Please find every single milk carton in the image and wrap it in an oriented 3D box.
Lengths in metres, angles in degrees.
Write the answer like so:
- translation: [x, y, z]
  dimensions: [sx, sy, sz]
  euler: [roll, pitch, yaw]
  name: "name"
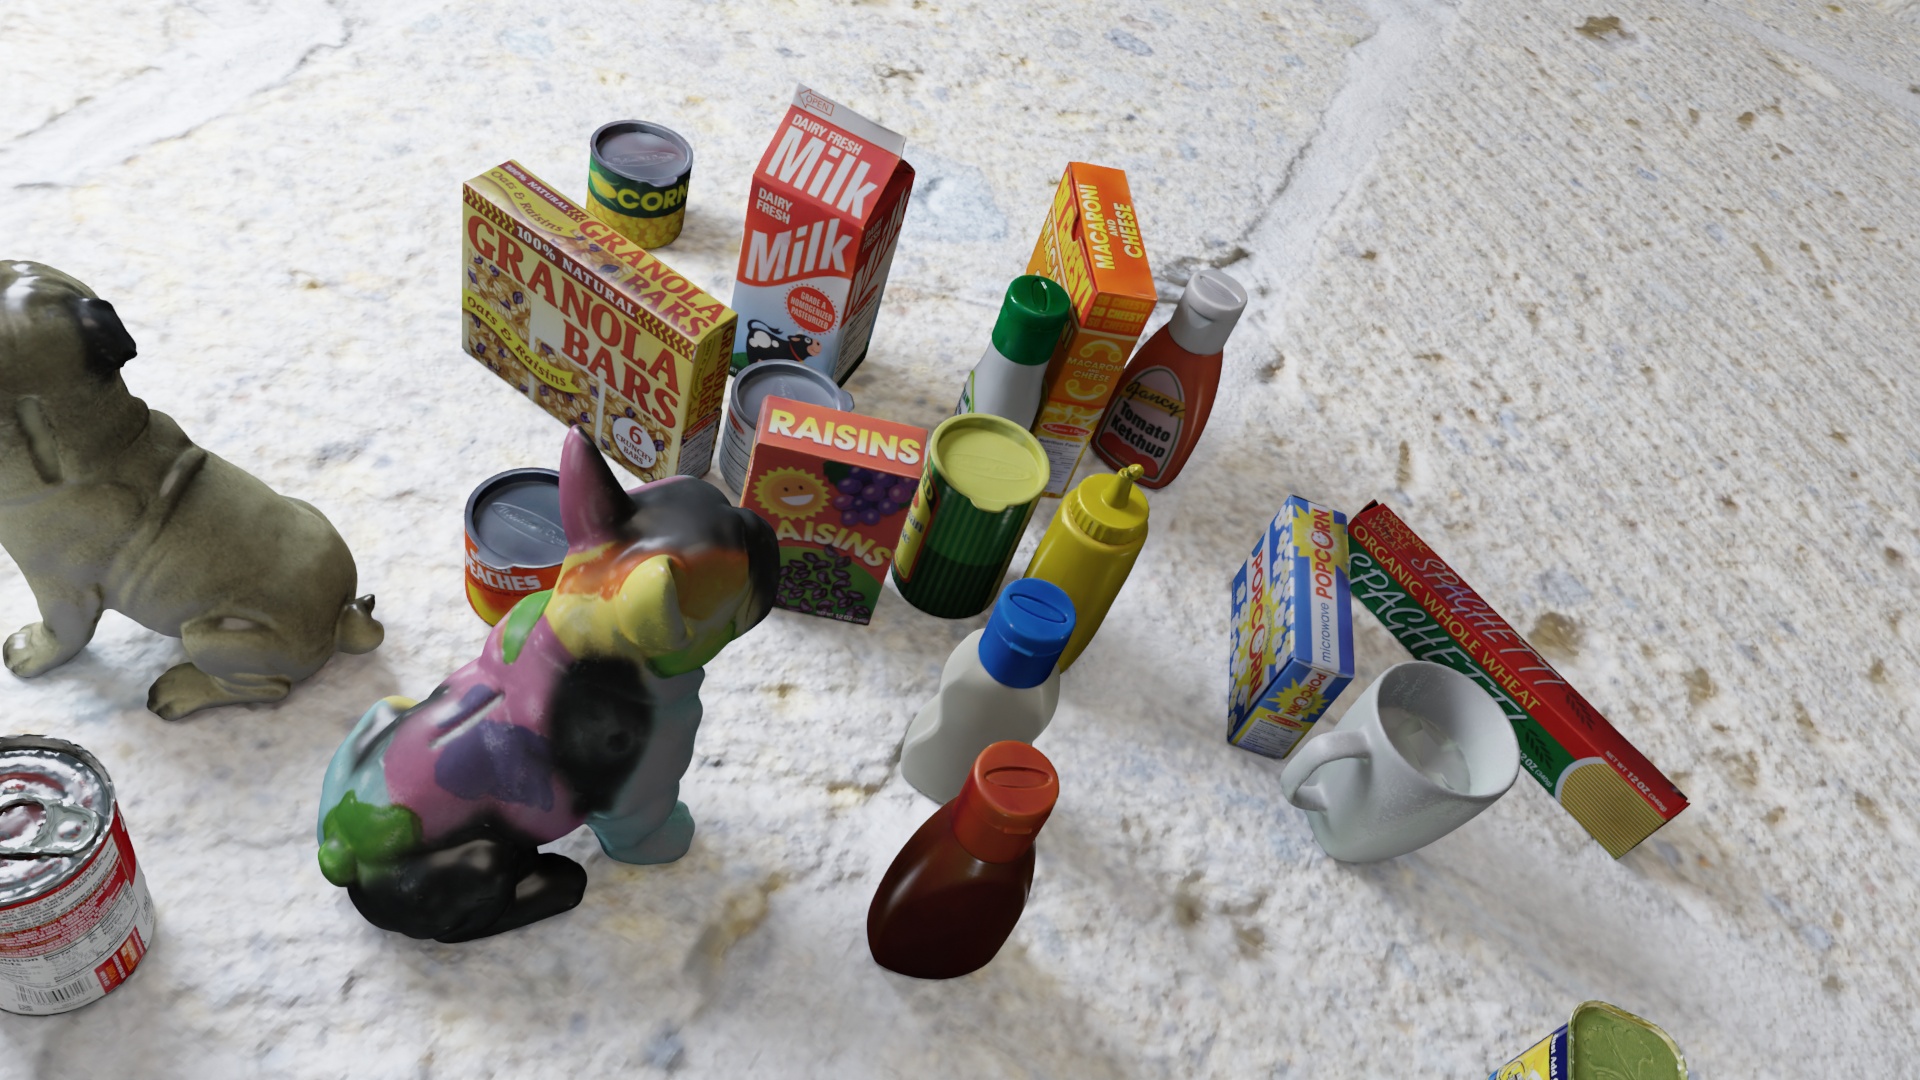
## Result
- translation: [-0.083, -0.174, 0.823]
  dimensions: [0.072, 0.189, 0.074]
  euler: [27, 47, 5]
  name: "milk carton"

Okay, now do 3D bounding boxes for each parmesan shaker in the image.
- translation: [0.003, -0.010, 0.769]
  dimensions: [0.071, 0.102, 0.072]
  euler: [10, 48, -11]
  name: "parmesan shaker"

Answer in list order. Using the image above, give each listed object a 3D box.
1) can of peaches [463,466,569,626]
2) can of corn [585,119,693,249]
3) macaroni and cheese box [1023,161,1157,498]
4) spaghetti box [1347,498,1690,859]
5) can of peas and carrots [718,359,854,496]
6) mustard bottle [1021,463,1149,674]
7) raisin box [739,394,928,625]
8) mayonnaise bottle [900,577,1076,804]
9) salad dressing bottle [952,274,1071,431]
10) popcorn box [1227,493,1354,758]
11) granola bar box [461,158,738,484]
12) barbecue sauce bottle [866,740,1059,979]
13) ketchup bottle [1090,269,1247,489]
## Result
- translation: [-0.219, 0.007, 0.706]
  dimensions: [0.071, 0.057, 0.071]
  euler: [10, 48, -11]
  name: "can of peaches"
- translation: [-0.213, -0.234, 0.921]
  dimensions: [0.071, 0.058, 0.071]
  euler: [10, 48, -11]
  name: "can of corn"
- translation: [0.064, -0.126, 0.850]
  dimensions: [0.040, 0.165, 0.124]
  euler: [7, 48, -14]
  name: "macaroni and cheese box"
- translation: [0.321, 0.079, 0.840]
  dimensions: [0.029, 0.049, 0.251]
  euler: [-23, 61, -34]
  name: "spaghetti box"
- translation: [-0.102, -0.062, 0.808]
  dimensions: [0.071, 0.058, 0.071]
  euler: [10, 48, -11]
  name: "can of peas and carrots"
- translation: [0.065, 0.010, 0.735]
  dimensions: [0.049, 0.159, 0.066]
  euler: [34, 48, 11]
  name: "mustard bottle"
- translation: [-0.073, -0.014, 0.731]
  dimensions: [0.086, 0.122, 0.040]
  euler: [13, 47, -9]
  name: "raisin box"
- translation: [0.016, 0.077, 0.667]
  dimensions: [0.065, 0.147, 0.041]
  euler: [23, 47, 1]
  name: "mayonnaise bottle"
- translation: [0.025, -0.089, 0.816]
  dimensions: [0.044, 0.146, 0.064]
  euler: [8, 48, -13]
  name: "salad dressing bottle"
- translation: [0.187, 0.049, 0.795]
  dimensions: [0.038, 0.084, 0.127]
  euler: [17, 47, -5]
  name: "popcorn box"
- translation: [-0.204, -0.116, 0.774]
  dimensions: [0.166, 0.123, 0.039]
  euler: [35, 48, 12]
  name: "granola bar box"
- translation: [0.004, 0.142, 0.605]
  dimensions: [0.065, 0.147, 0.044]
  euler: [5, 49, -15]
  name: "barbecue sauce bottle"
- translation: [0.133, -0.101, 0.864]
  dimensions: [0.065, 0.148, 0.044]
  euler: [35, 48, 12]
  name: "ketchup bottle"
